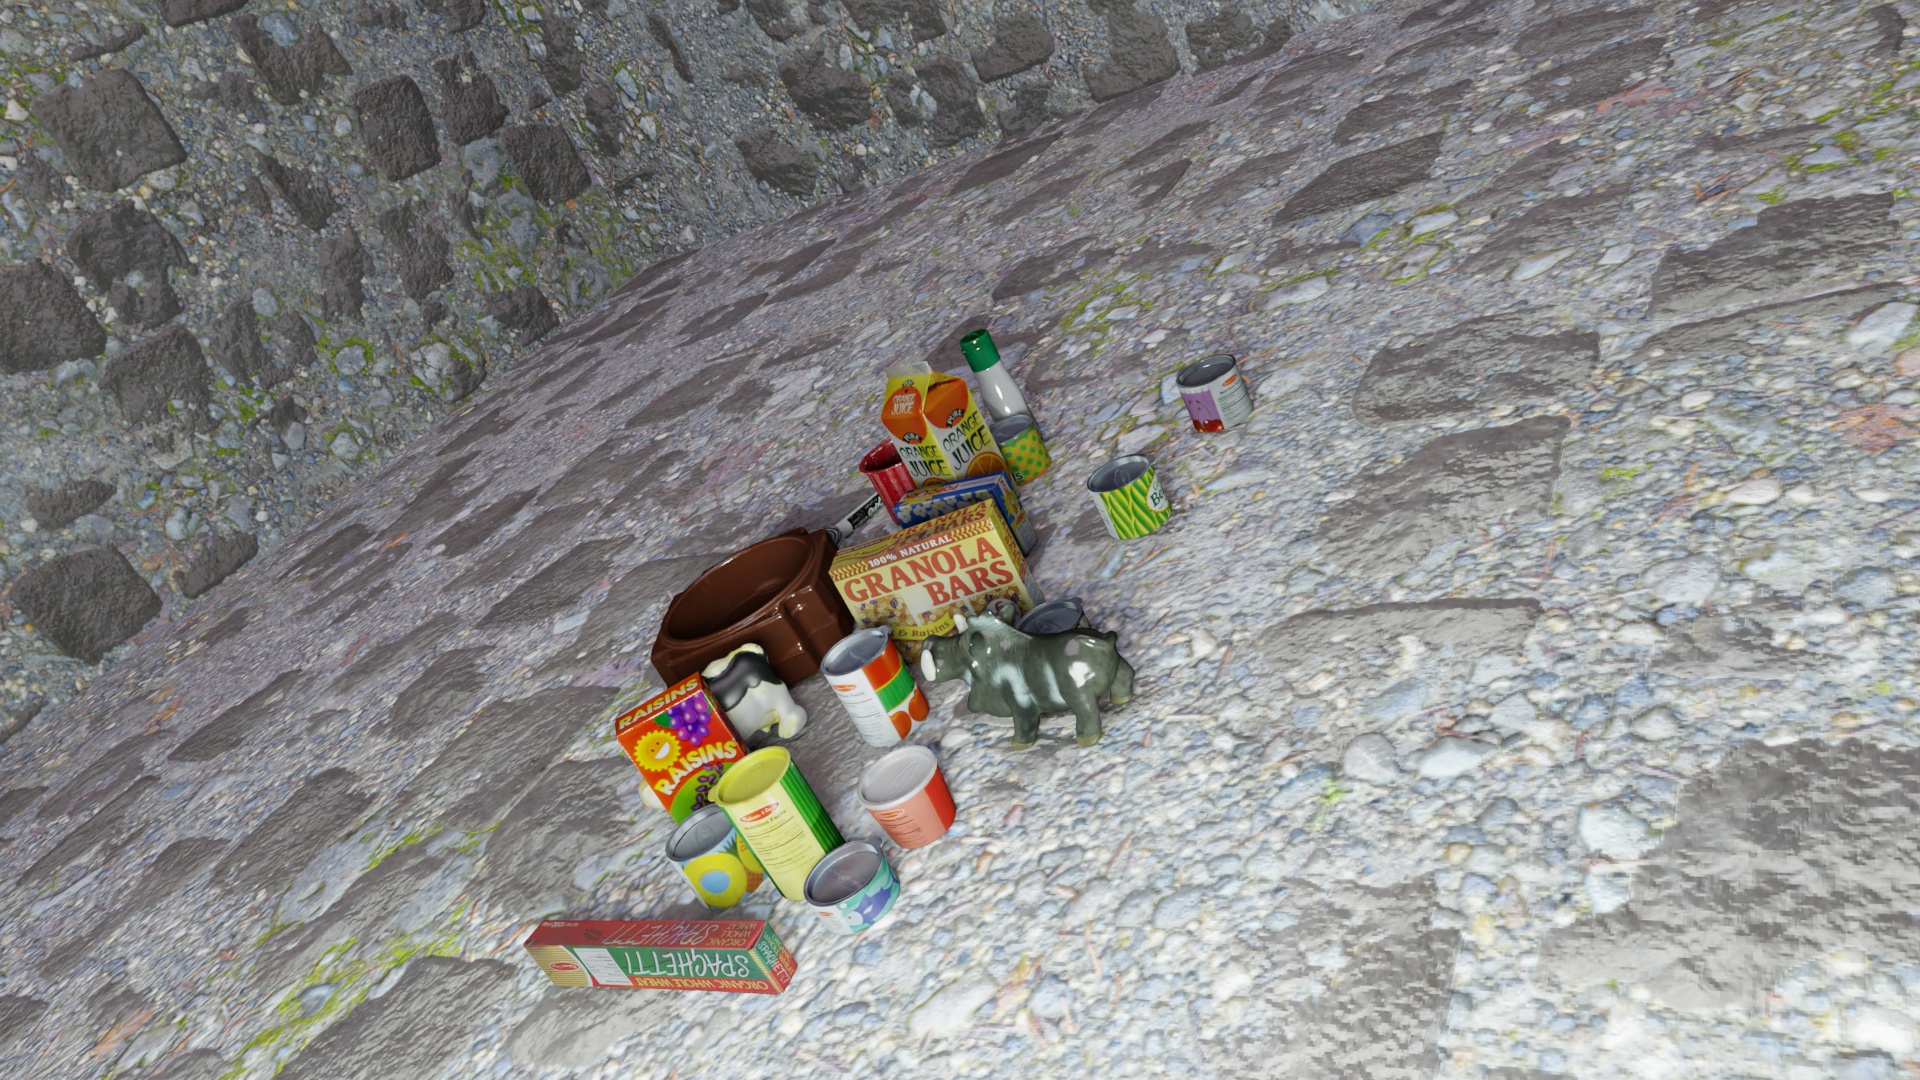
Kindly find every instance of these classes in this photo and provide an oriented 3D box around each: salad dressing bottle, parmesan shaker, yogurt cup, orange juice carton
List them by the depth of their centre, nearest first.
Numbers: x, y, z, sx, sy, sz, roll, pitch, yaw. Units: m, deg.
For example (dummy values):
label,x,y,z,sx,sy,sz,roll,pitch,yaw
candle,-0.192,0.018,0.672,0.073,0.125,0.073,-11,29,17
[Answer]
label,x,y,z,sx,sy,sz,roll,pitch,yaw
yogurt cup,-0.039,0.201,1.074,0.072,0.053,0.073,-23,24,11
parmesan shaker,-0.140,0.221,1.078,0.071,0.102,0.071,-23,24,11
orange juice carton,-0.018,-0.107,1.494,0.072,0.192,0.073,1,37,48
salad dressing bottle,0.046,-0.174,1.615,0.044,0.147,0.064,-32,24,-9

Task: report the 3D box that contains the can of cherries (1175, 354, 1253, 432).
label,x,y,z,sx,sy,sz,roll,pitch,yaw
can of cherries,0.265,-0.154,1.456,0.071,0.058,0.072,-23,24,11

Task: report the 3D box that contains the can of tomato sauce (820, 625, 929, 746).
label,x,y,z,sx,sy,sz,roll,pitch,yaw
can of tomato sauce,-0.073,0.128,1.219,0.071,0.083,0.071,-23,24,11

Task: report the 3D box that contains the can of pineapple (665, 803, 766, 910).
label,x,y,z,sx,sy,sz,roll,pitch,yaw
can of pineapple,-0.194,0.255,1.124,0.071,0.057,0.071,-23,24,11

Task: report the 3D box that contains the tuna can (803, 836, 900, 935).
label,x,y,z,sx,sy,sz,roll,pitch,yaw
tuna can,-0.078,0.256,1.032,0.071,0.032,0.071,-23,24,11

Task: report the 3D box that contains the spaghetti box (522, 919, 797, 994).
label,x,y,z,sx,sy,sz,roll,pitch,yaw
spaghetti box,-0.231,0.315,1.053,0.249,0.050,0.029,-11,29,33

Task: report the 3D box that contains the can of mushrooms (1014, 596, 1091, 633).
label,x,y,z,sx,sy,sz,roll,pitch,yaw
can of mushrooms,0.084,0.082,1.207,0.071,0.033,0.071,-23,24,11

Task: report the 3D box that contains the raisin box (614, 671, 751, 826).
label,x,y,z,sx,sy,sz,roll,pitch,yaw
raisin box,-0.234,0.189,1.215,0.086,0.123,0.040,-29,24,-3

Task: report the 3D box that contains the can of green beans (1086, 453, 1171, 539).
label,x,y,z,sx,sy,sz,roll,pitch,yaw
can of green beans,0.163,-0.042,1.340,0.071,0.057,0.071,-23,24,11

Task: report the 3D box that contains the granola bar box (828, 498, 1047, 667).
label,x,y,z,sx,sy,sz,roll,pitch,yaw
granola bar box,-0.019,0.044,1.279,0.165,0.124,0.039,-19,25,20

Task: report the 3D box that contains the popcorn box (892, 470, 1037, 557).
label,x,y,z,sx,sy,sz,roll,pitch,yaw
popcorn box,0.005,-0.018,1.423,0.126,0.085,0.038,-10,29,34

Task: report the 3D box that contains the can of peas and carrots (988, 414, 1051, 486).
label,x,y,z,sx,sy,sz,roll,pitch,yaw
can of peas and carrots,0.060,-0.099,1.560,0.071,0.058,0.071,-23,24,11
